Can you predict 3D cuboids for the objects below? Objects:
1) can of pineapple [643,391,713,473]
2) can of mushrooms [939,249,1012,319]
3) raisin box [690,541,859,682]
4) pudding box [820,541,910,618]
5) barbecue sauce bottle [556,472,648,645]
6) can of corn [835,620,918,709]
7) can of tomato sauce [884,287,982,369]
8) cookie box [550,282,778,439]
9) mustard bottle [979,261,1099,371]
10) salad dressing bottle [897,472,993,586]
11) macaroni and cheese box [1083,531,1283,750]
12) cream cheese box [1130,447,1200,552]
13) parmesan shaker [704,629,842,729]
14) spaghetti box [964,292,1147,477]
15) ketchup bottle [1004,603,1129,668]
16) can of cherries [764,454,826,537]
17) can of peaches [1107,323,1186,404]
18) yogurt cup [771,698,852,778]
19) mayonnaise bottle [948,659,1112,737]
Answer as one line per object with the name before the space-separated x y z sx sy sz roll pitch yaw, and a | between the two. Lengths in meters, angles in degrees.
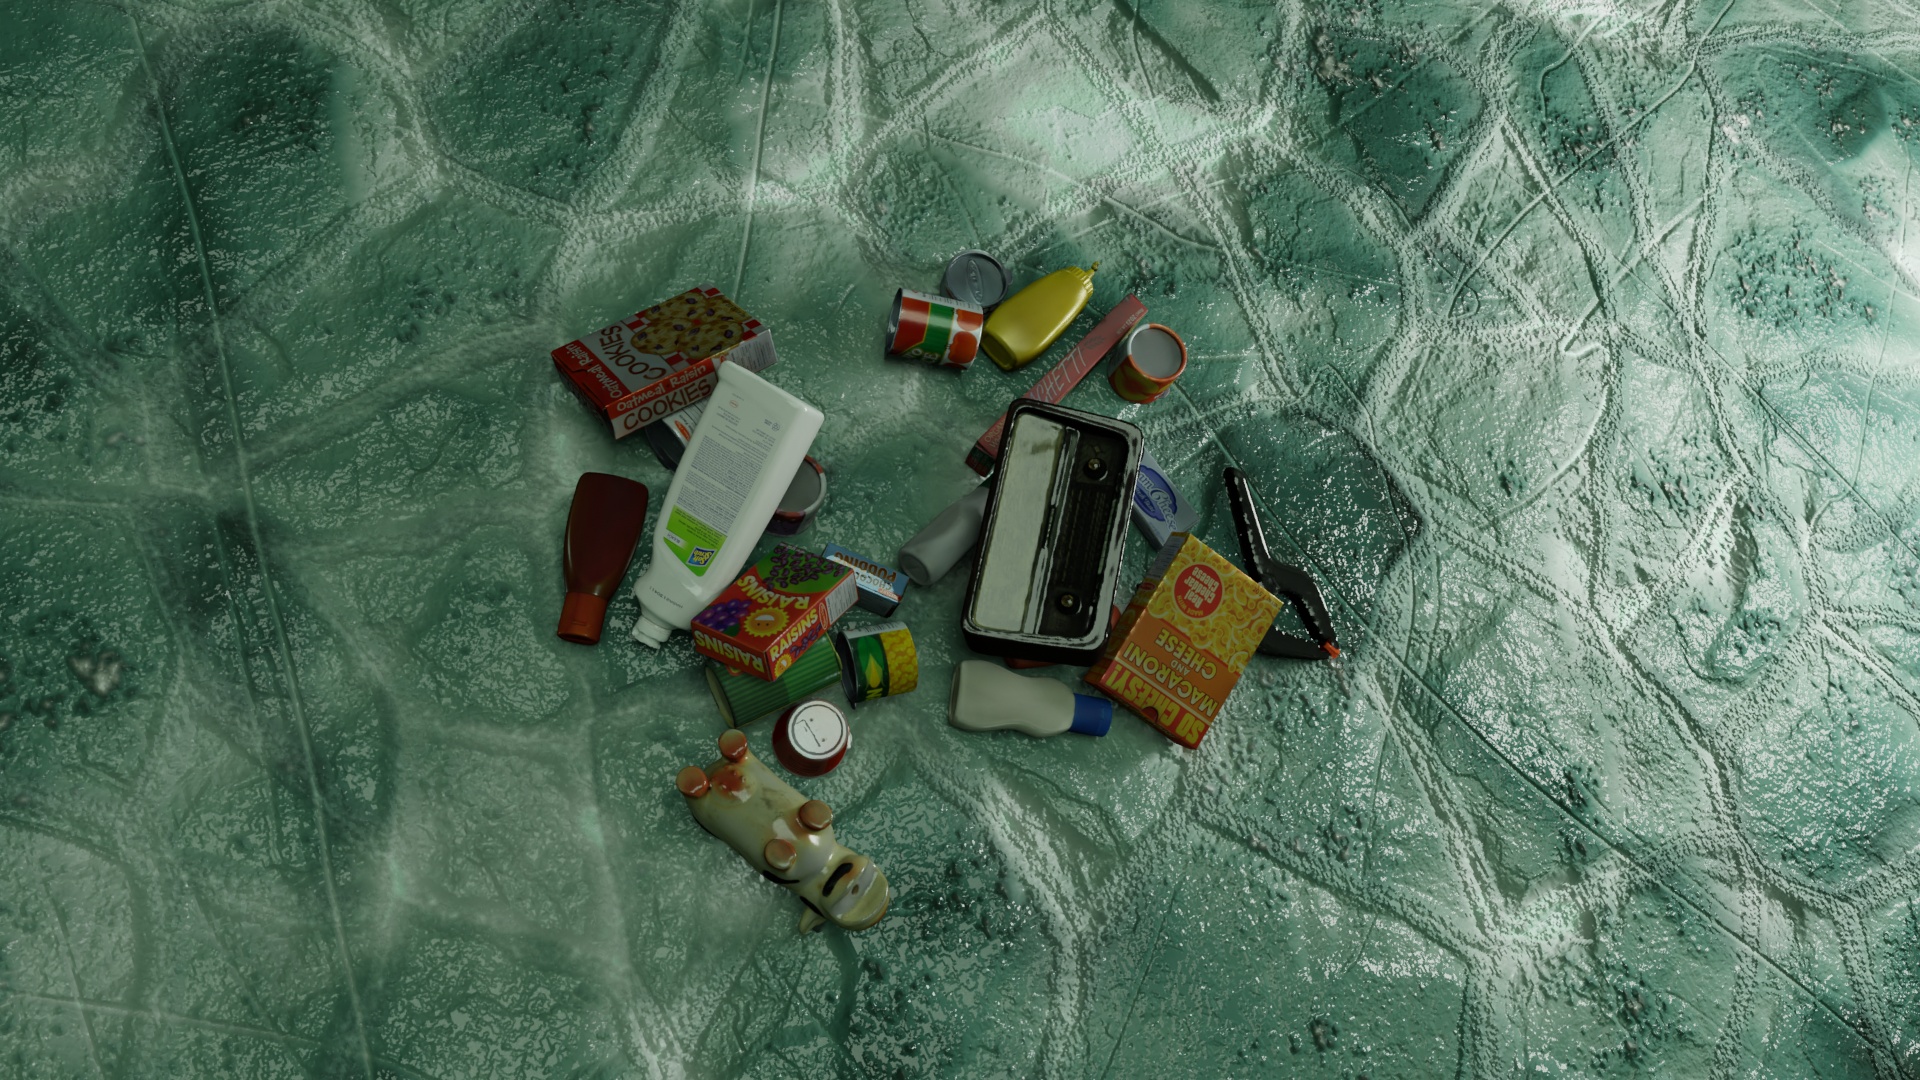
can of pineapple | -0.247 -0.101 1.270 0.058 0.070 0.071 -39 85 -29
can of mushrooms | 0.016 -0.260 1.416 0.071 0.033 0.071 5 70 -13
raisin box | -0.159 0.060 1.200 0.086 0.039 0.124 19 44 28
pudding box | -0.093 0.037 1.274 0.084 0.049 0.030 24 66 -6
barbecue sauce bottle | -0.320 0.016 1.222 0.065 0.043 0.149 12 69 -11
can of corn | -0.074 0.111 1.245 0.058 0.071 0.071 -10 74 -18
can of tomato sauce | -0.027 -0.206 1.369 0.083 0.071 0.071 10 69 -12
cookie box | -0.271 -0.168 1.267 0.168 0.040 0.123 -29 44 -22
mustard bottle | 0.090 -0.238 1.420 0.161 0.048 0.065 -41 87 -24
salad dressing bottle | 0.005 -0.016 1.316 0.148 0.064 0.044 -42 106 -31
macaroni and cheese box | 0.210 0.094 1.306 0.123 0.040 0.166 35 81 -17
cream cheese box | 0.188 -0.045 1.393 0.053 0.024 0.104 -34 83 -23
parmesan shaker | -0.163 0.116 1.215 0.103 0.071 0.071 -24 79 -21
spaghetti box | 0.097 -0.157 1.393 0.029 0.050 0.251 43 66 3
ketchup bottle | 0.113 0.083 1.318 0.149 0.043 0.065 -5 79 -18
can of cherries | -0.162 -0.044 1.278 0.071 0.058 0.071 5 71 -14
can of peaches | 0.193 -0.180 1.423 0.071 0.058 0.071 5 70 -13
yogurt cup | -0.128 0.170 1.215 0.072 0.053 0.072 5 70 -13
mayonnaise bottle | 0.065 0.152 1.283 0.148 0.041 0.065 12 70 -12
